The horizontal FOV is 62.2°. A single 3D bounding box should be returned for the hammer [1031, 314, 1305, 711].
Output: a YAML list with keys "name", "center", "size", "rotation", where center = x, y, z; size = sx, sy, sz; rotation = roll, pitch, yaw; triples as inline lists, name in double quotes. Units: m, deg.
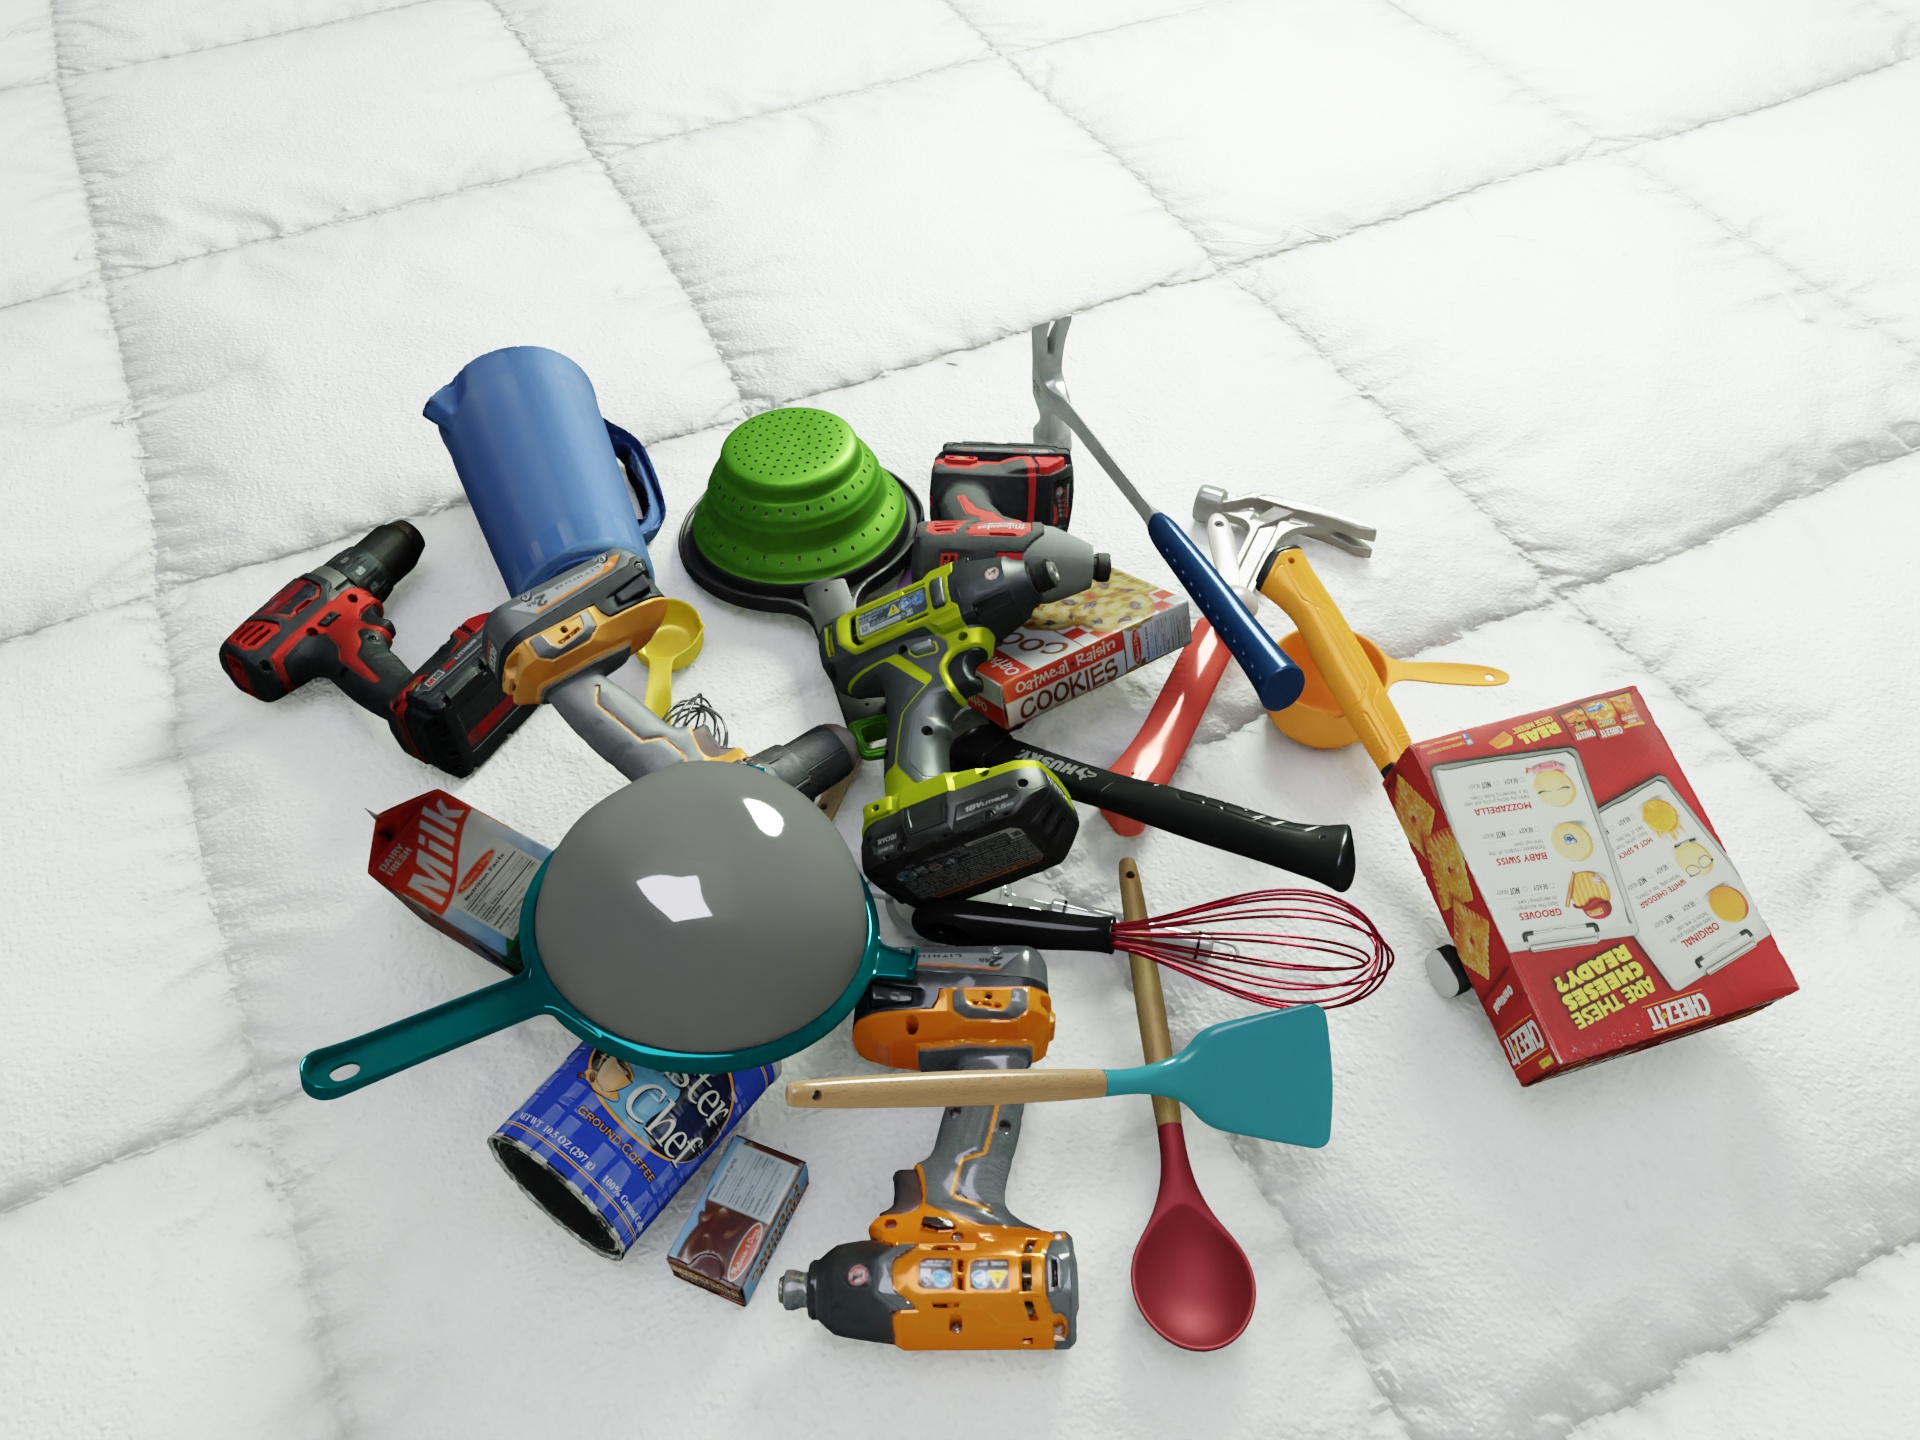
- name: "hammer"
  center: [0.145, -0.160, 1.216]
  size: [0.035, 0.143, 0.406]
  rotation: [-20, 49, -11]

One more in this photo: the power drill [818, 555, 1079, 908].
- name: "power drill"
  center: [-0.002, -0.003, 1.043]
  size: [0.171, 0.080, 0.223]
  rotation: [-22, 53, 17]

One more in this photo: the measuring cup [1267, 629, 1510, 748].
- name: "measuring cup"
  center: [0.309, -0.020, 1.163]
  size: [0.173, 0.052, 0.095]
  rotation: [2, 49, 1]

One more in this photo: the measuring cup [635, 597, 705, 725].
- name: "measuring cup"
  center: [-0.225, -0.021, 1.204]
  size: [0.062, 0.029, 0.157]
  rotation: [-1, 60, 0]

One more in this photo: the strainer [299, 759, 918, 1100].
- name: "strainer"
  center: [-0.196, 0.110, 0.882]
  size: [0.340, 0.095, 0.211]
  rotation: [-20, 50, -33]

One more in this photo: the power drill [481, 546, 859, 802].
- name: "power drill"
  center: [-0.193, -0.005, 1.078]
  size: [0.185, 0.084, 0.226]
  rotation: [-32, 80, -27]

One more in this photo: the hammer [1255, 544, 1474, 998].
- name: "hammer"
  center: [0.302, 0.017, 1.087]
  size: [0.127, 0.034, 0.337]
  rotation: [-19, 66, -14]

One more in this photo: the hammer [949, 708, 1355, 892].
- name: "hammer"
  center: [0.108, 0.053, 1.041]
  size: [0.335, 0.035, 0.146]
  rotation: [17, 44, 42]

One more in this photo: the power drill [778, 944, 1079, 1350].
- name: "power drill"
  center: [-0.018, 0.247, 0.920]
  size: [0.164, 0.084, 0.227]
  rotation: [-1, 53, 0]

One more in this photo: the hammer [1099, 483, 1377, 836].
- name: "hammer"
  center: [0.196, -0.050, 1.203]
  size: [0.149, 0.036, 0.359]
  rotation: [18, 51, 17]

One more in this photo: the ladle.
- name: "ladle"
  center: [0.121, 0.219, 0.955]
  size: [0.069, 0.031, 0.316]
  rotation: [-2, 54, -4]

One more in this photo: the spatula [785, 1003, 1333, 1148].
- name: "spatula"
  center: [0.060, 0.201, 0.883]
  size: [0.317, 0.044, 0.082]
  rotation: [3, 83, -21]

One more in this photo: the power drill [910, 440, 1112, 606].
- name: "power drill"
  center: [0.038, -0.146, 1.209]
  size: [0.143, 0.078, 0.220]
  rotation: [2, 25, 1]

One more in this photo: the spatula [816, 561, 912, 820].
- name: "spatula"
  center: [-0.051, -0.038, 1.210]
  size: [0.060, 0.018, 0.316]
  rotation: [11, 49, 15]

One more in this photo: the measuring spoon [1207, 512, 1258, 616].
- name: "measuring spoon"
  center: [0.207, -0.124, 1.233]
  size: [0.034, 0.018, 0.124]
  rotation: [-2, 47, 0]

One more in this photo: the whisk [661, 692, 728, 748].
- name: "whisk"
  center: [-0.216, 0.079, 1.098]
  size: [0.055, 0.055, 0.239]
  rotation: [11, 54, 11]

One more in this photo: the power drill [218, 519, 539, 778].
- name: "power drill"
  center: [-0.422, -0.066, 1.211]
  size: [0.227, 0.080, 0.188]
  rotation: [20, 52, 22]

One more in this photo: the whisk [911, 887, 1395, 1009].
- name: "whisk"
  center: [0.113, 0.132, 0.973]
  size: [0.296, 0.073, 0.073]
  rotation: [3, 48, 14]

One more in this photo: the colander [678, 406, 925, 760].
- name: "colander"
  center: [-0.110, -0.132, 1.228]
  size: [0.204, 0.094, 0.398]
  rotation: [-14, 46, -9]

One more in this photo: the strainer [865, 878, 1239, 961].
- name: "strainer"
  center: [0.057, 0.123, 1.053]
  size: [0.258, 0.050, 0.087]
  rotation: [12, 45, 8]
